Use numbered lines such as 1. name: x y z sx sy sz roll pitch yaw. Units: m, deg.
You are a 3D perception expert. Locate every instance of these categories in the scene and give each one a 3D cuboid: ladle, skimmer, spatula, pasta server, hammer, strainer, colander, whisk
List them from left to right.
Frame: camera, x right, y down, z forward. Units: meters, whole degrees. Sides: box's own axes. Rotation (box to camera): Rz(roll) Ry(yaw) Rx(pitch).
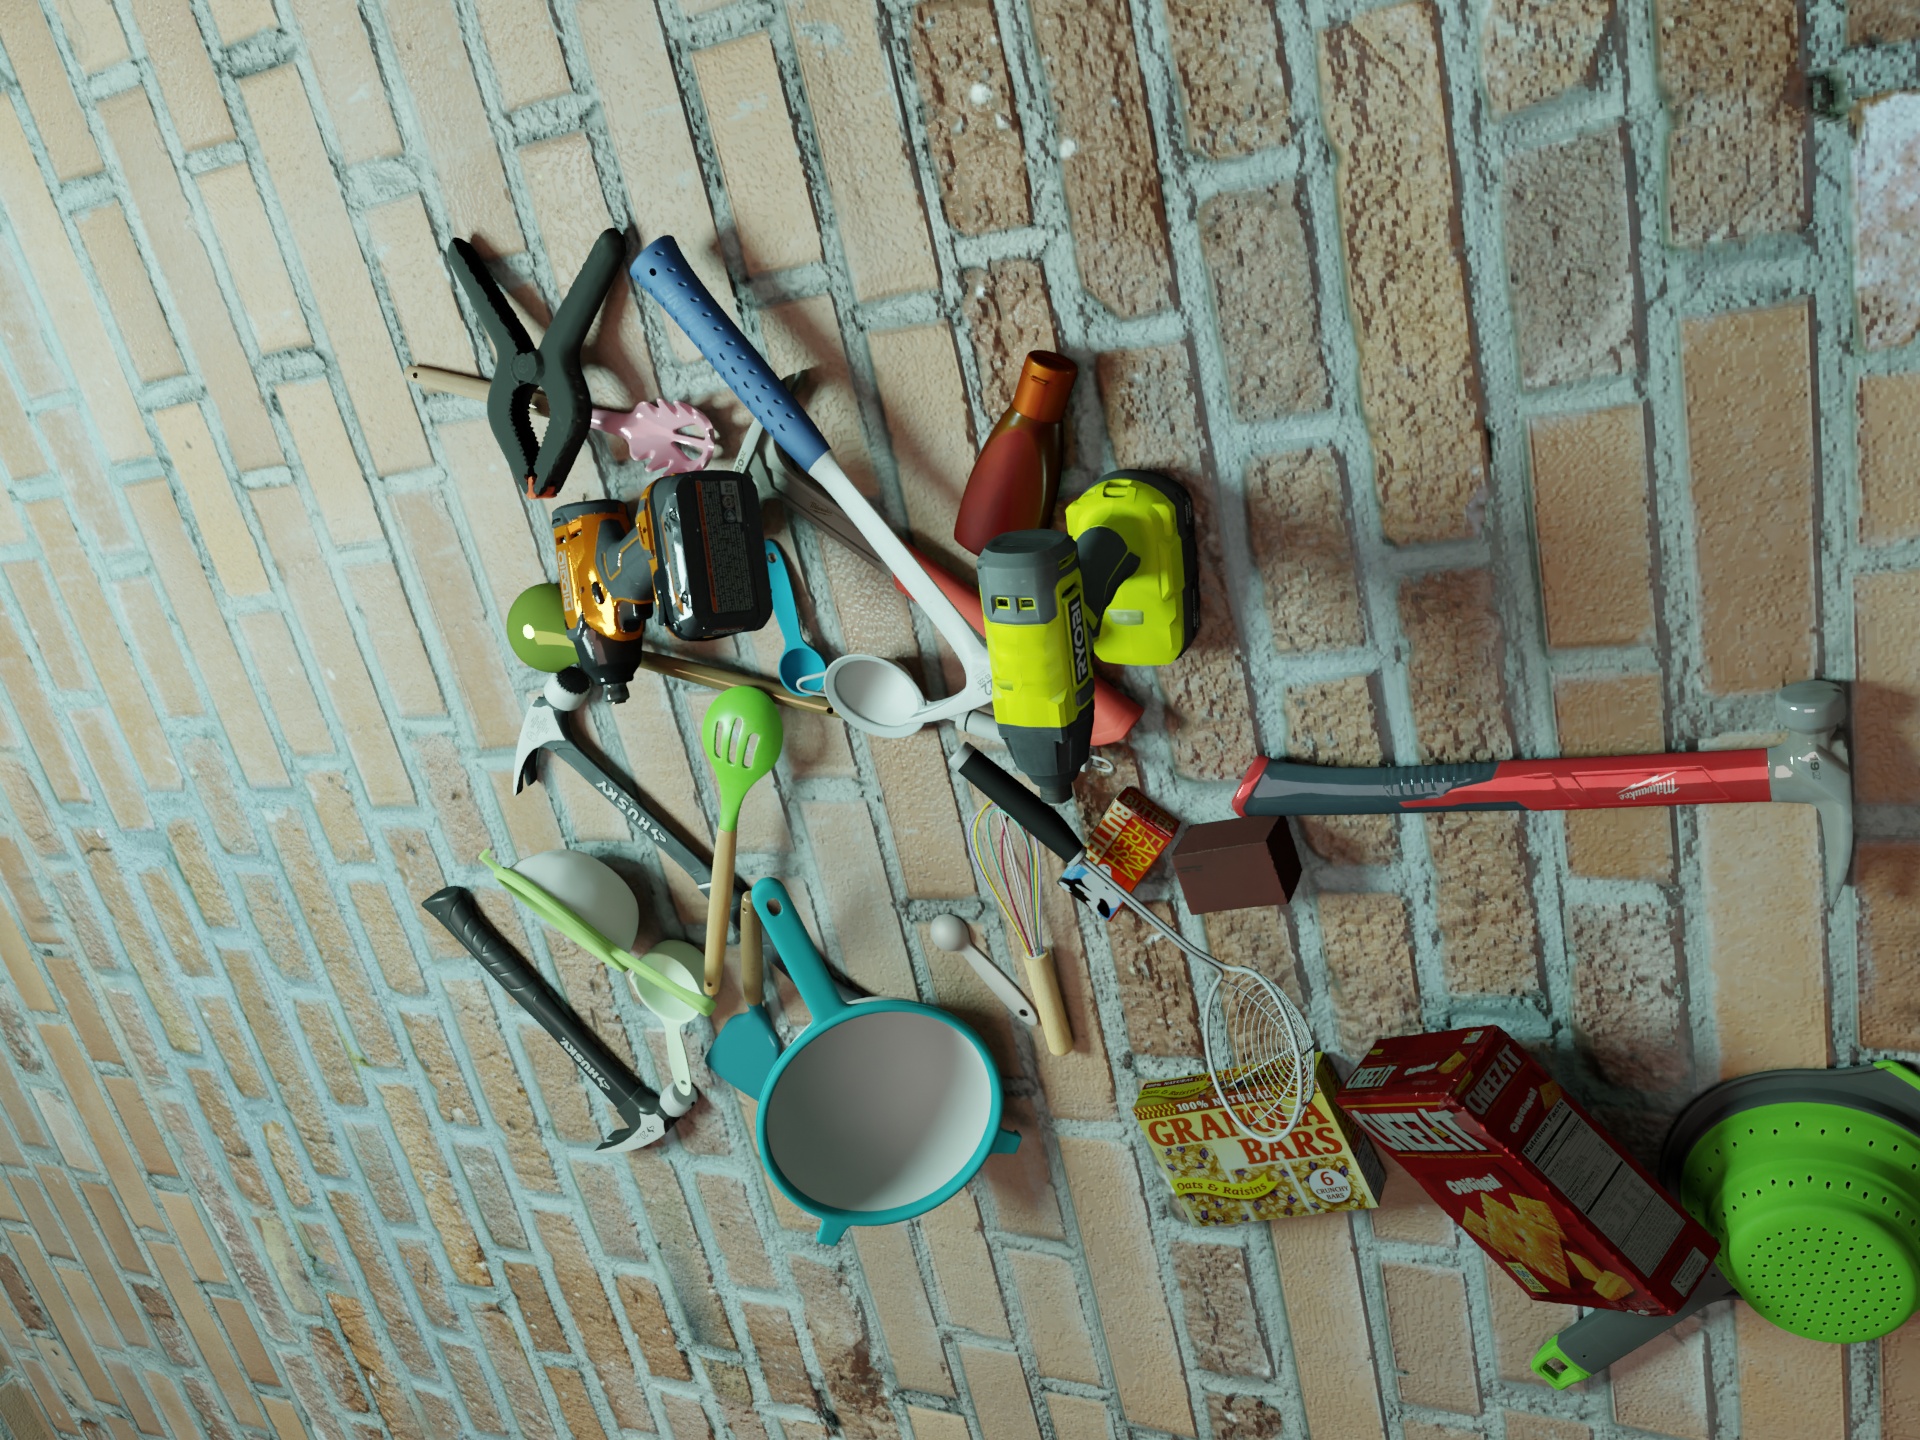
1. hammer: -0.416 0.296 1.593 0.335 0.035 0.146 46 125 0
2. pasta server: -0.323 -0.248 1.267 0.316 0.040 0.060 17 103 21
3. strainer: -0.303 0.180 1.427 0.256 0.069 0.151 25 159 27
4. ladle: -0.237 -0.049 1.328 0.320 0.062 0.078 14 111 13
5. hammer: -0.239 0.135 1.419 0.409 0.036 0.149 43 127 2
6. spatula: -0.189 0.243 1.408 0.082 0.044 0.317 30 146 16
7. hammer: -0.098 -0.174 1.140 0.405 0.035 0.144 51 126 1
8. strainer: -0.099 0.264 1.345 0.211 0.095 0.340 -26 110 -5
9. hammer: -0.015 -0.105 1.178 0.359 0.037 0.149 35 124 8
10. strainer: -0.002 -0.004 1.212 0.258 0.050 0.086 19 139 20
11. whisk: 0.059 0.168 1.278 0.051 0.047 0.244 5 121 38
12. skimmer: 0.118 0.160 1.178 0.363 0.090 0.127 41 150 1
13. hammer: 0.372 0.057 1.057 0.386 0.038 0.143 -4 114 29
14. colander: 0.537 0.397 1.108 0.204 0.094 0.397 39 126 5

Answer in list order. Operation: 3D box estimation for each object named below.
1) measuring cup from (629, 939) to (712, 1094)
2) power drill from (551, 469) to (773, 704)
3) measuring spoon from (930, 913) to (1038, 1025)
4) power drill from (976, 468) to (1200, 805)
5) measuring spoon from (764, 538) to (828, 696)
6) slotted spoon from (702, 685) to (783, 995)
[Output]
1. measuring cup: -0.262 0.280 1.504 0.083 0.038 0.167 10 121 23
2. power drill: -0.236 -0.100 1.218 0.226 0.084 0.164 -6 92 51
3. measuring spoon: 0.019 0.213 1.333 0.124 0.018 0.034 47 126 -1
4. power drill: 0.084 -0.062 1.032 0.080 0.223 0.171 4 116 26
5. measuring spoon: -0.134 -0.083 1.268 0.042 0.021 0.128 -10 100 22
6. slotted spoon: -0.198 0.112 1.351 0.070 0.031 0.313 17 121 11
